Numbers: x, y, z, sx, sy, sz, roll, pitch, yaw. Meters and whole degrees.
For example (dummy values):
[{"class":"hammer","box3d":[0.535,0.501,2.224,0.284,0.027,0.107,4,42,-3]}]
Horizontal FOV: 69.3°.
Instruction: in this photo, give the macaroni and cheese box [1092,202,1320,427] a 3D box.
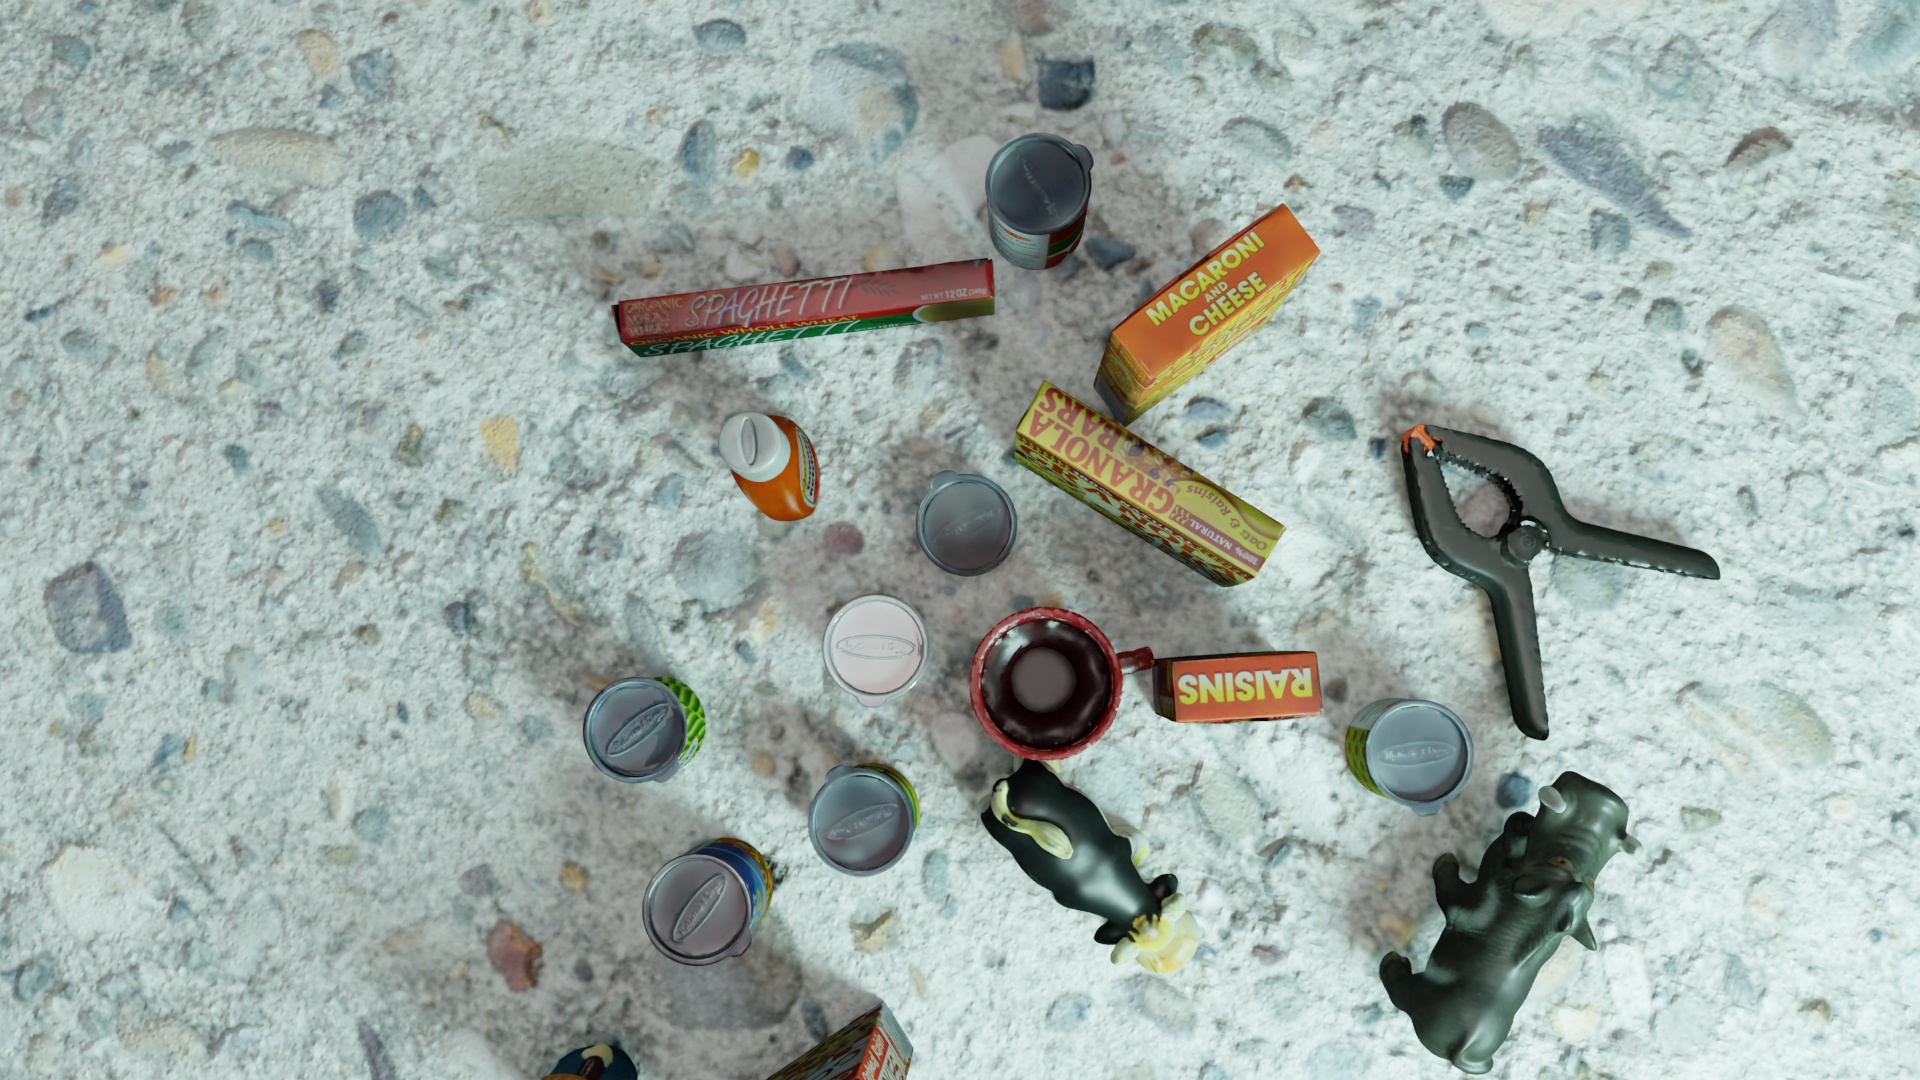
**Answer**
[{"class":"macaroni and cheese box","box3d":[0.144,-0.133,0.852,0.124,0.166,0.040,-37,85,-1]}]

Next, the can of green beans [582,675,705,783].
[{"class":"can of green beans","box3d":[-0.202,0.121,0.894,0.071,0.058,0.071,0,85,2]}]

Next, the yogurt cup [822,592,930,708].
[{"class":"yogurt cup","box3d":[-0.052,0.069,0.896,0.072,0.054,0.072,0,85,2]}]

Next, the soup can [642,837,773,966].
[{"class":"soup can","box3d":[-0.154,0.226,0.869,0.071,0.083,0.071,0,85,2]}]

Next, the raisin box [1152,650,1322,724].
[{"class":"raisin box","box3d":[0.165,0.089,0.851,0.086,0.123,0.040,-3,85,2]}]

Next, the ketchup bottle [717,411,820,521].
[{"class":"ketchup bottle","box3d":[-0.118,-0.049,0.862,0.043,0.148,0.065,-7,85,2]}]

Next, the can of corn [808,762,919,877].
[{"class":"can of corn","box3d":[-0.061,0.174,0.884,0.071,0.058,0.071,0,85,2]}]

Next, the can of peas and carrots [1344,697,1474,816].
[{"class":"can of peas and carrots","box3d":[0.282,0.135,0.875,0.071,0.058,0.071,0,85,2]}]

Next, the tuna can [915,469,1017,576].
[{"class":"tuna can","box3d":[0.003,-0.011,0.912,0.071,0.033,0.071,0,85,2]}]

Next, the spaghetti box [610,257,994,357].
[{"class":"spaghetti box","box3d":[-0.101,-0.154,0.921,0.250,0.050,0.028,-7,85,1]}]

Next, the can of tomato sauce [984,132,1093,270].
[{"class":"can of tomato sauce","box3d":[0.051,-0.220,0.906,0.071,0.083,0.071,0,85,2]}]

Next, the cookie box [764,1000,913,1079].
[{"class":"cookie box","box3d":[-0.094,0.338,0.814,0.123,0.167,0.040,-33,85,-1]}]

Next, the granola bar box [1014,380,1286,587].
[{"class":"granola bar box","box3d":[0.112,-0.030,0.864,0.165,0.124,0.039,32,87,5]}]
